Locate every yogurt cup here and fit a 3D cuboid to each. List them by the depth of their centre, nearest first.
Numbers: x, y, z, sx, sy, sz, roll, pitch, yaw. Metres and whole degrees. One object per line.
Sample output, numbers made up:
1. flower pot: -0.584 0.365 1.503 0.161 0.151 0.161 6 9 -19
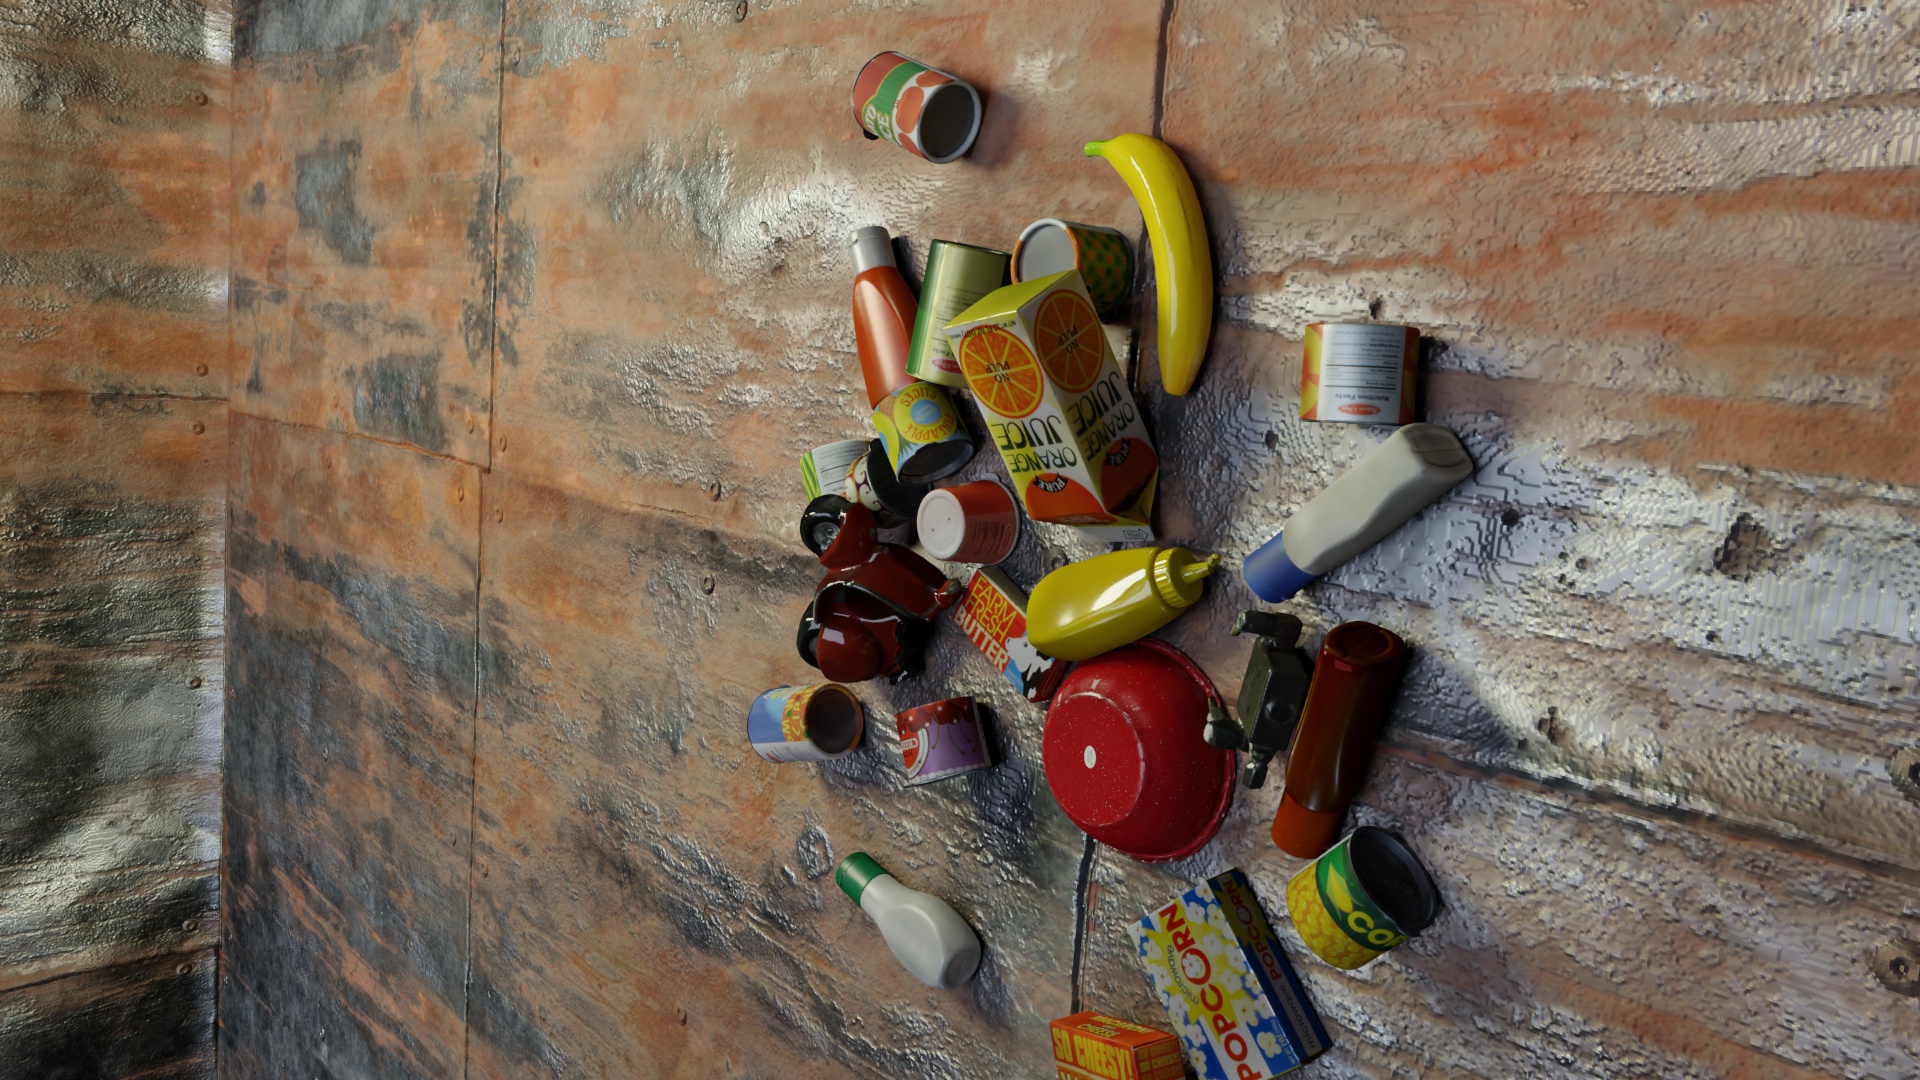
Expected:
1. yogurt cup: 0.004 -0.013 1.066 0.072 0.054 0.072 4 96 46

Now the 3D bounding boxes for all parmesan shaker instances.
1. parmesan shaker: 0.003 -0.171 1.054 0.071 0.071 0.102 25 109 43

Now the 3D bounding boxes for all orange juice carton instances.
1. orange juice carton: 0.071 -0.080 0.949 0.071 0.073 0.192 -5 117 46

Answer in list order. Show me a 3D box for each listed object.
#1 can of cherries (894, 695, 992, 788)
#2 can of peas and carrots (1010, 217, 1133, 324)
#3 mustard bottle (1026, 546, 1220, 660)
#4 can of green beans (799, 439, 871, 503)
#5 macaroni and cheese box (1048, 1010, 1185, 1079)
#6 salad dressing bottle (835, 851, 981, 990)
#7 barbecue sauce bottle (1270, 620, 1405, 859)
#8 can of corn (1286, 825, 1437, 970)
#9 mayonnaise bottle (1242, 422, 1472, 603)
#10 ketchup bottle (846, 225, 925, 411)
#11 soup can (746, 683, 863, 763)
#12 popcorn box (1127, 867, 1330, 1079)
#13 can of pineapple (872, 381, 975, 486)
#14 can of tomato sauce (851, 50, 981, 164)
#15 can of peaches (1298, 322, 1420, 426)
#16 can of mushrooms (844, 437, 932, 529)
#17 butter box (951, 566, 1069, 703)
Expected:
1. can of cherries: -0.016 0.157 1.082 0.071 0.071 0.058 -24 75 44
2. can of peas and carrots: 0.078 -0.188 0.977 0.071 0.059 0.071 3 94 46
3. mustard bottle: 0.115 0.038 0.950 0.159 0.049 0.065 -22 48 42
4. can of green beans: -0.097 -0.046 1.159 0.071 0.071 0.058 -27 73 44
5. macaroni and cheese box: 0.118 0.418 0.953 0.123 0.040 0.166 156 107 -64
6. salad dressing bottle: -0.046 0.308 1.141 0.148 0.044 0.064 30 115 42
7. barbecue sauce bottle: 0.224 0.124 0.841 0.044 0.065 0.147 26 120 30
8. can of corn: 0.237 0.215 0.824 0.058 0.071 0.071 -50 58 36
9. mayonnaise bottle: 0.230 -0.013 0.828 0.147 0.065 0.041 -44 62 42
10. ketchup bottle: -0.061 -0.182 1.132 0.064 0.043 0.149 -25 74 43
11. soup can: -0.135 0.157 1.210 0.083 0.071 0.071 -13 83 45
12. popcorn box: 0.174 0.293 0.914 0.085 0.038 0.127 -45 61 39
13. can of pineapple: -0.029 -0.084 1.086 0.070 0.071 0.058 -42 62 39
14. can of tomato sauce: -0.035 -0.335 1.081 0.083 0.071 0.071 36 117 38
15. can of peaches: 0.234 -0.097 0.817 0.071 0.071 0.058 8 98 46
16. can of mushrooms: -0.059 -0.046 1.119 0.033 0.071 0.071 -29 71 45
17. butter box: 0.040 0.070 1.053 0.104 0.024 0.053 45 122 35
